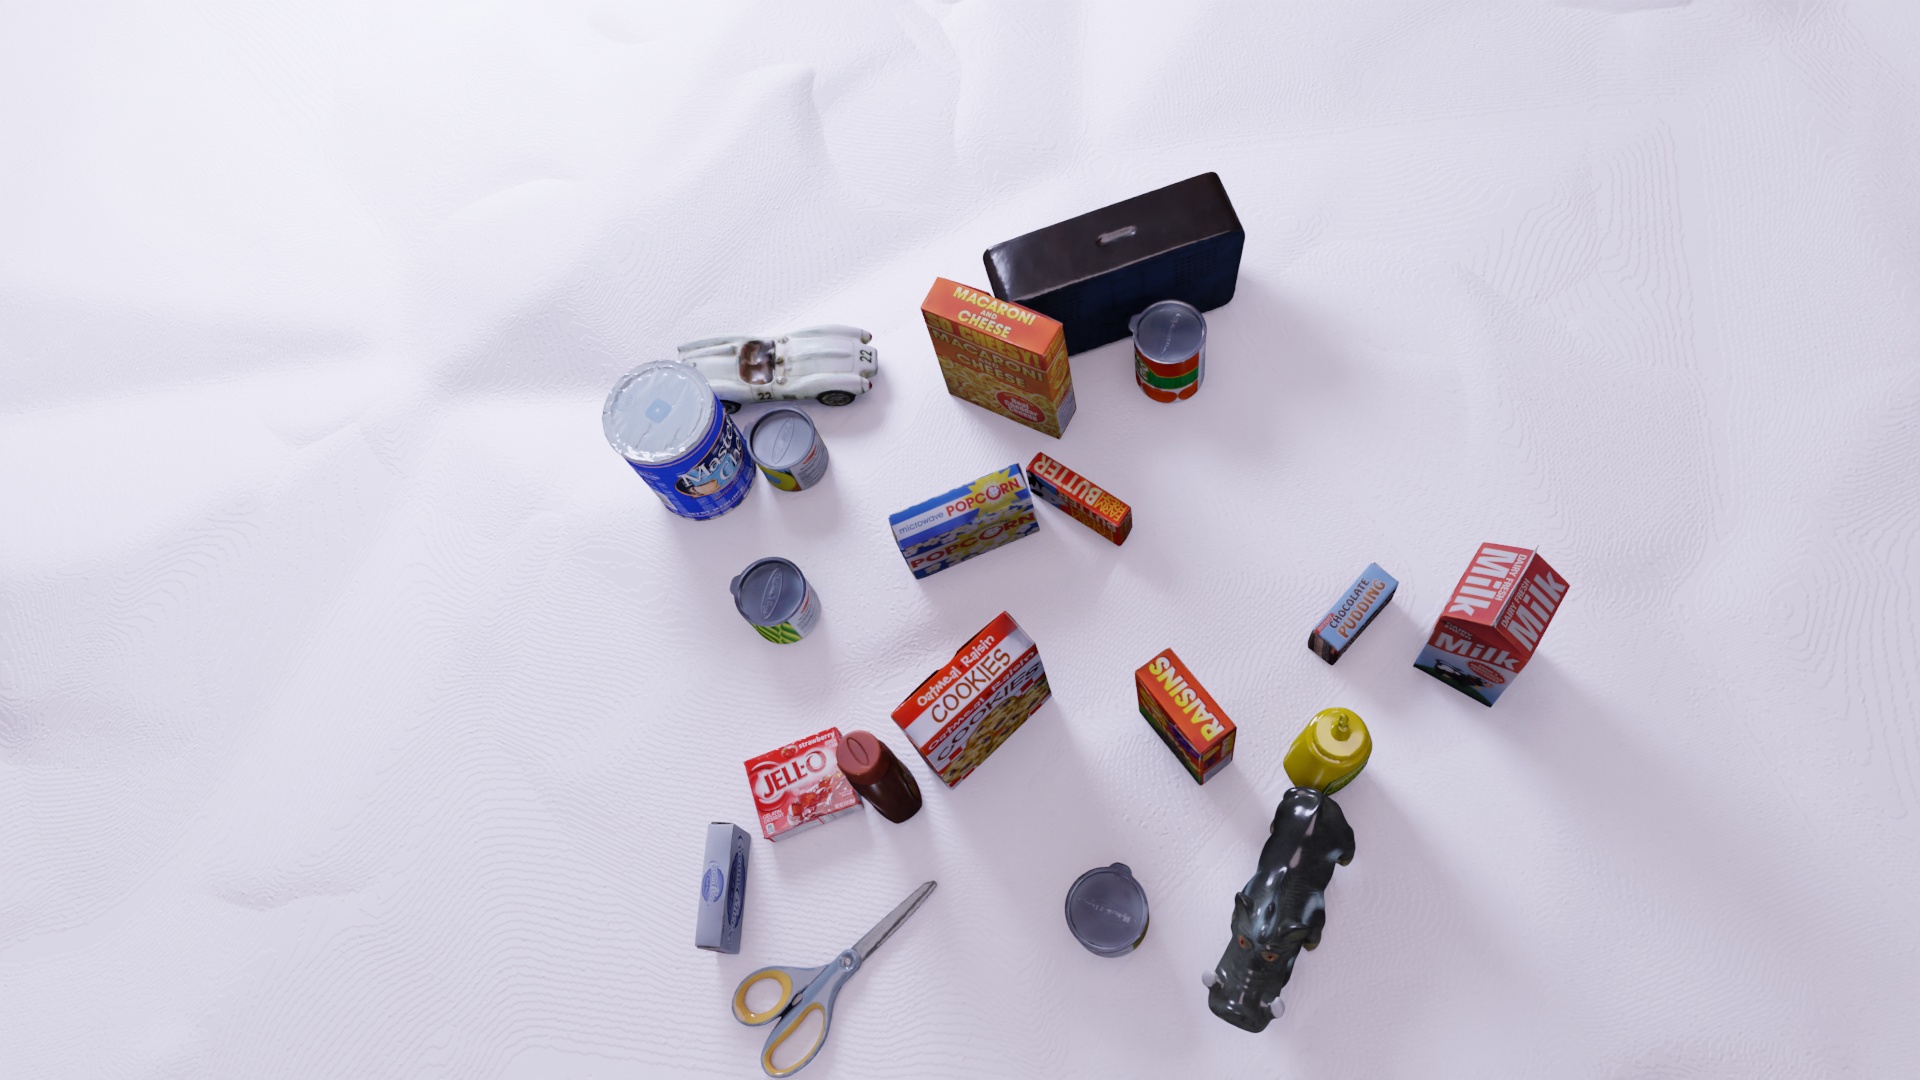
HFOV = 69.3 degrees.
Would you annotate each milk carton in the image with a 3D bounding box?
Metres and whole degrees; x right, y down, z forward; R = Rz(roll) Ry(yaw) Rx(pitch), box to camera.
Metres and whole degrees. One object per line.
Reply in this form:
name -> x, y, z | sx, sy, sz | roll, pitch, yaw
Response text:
milk carton -> 0.420, 0.064, 1.099 | 0.073, 0.190, 0.072 | 30, 76, 18

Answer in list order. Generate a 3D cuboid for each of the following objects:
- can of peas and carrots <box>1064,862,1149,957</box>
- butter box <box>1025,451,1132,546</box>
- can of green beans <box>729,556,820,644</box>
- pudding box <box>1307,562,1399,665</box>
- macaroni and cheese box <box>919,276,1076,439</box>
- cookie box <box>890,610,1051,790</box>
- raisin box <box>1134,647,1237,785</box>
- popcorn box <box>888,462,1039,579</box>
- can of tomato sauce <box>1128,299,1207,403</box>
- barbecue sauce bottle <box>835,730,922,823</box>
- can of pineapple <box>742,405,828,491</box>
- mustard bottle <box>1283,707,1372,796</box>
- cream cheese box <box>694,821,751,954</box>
can of peas and carrots -> 0.120, 0.298, 1.121 | 0.071, 0.058, 0.071 | -3, 68, 8
butter box -> 0.109, -0.037, 1.261 | 0.103, 0.053, 0.024 | 33, 77, 19
can of green beans -> -0.166, 0.055, 1.263 | 0.071, 0.057, 0.071 | -3, 68, 8
pudding box -> 0.335, 0.063, 1.188 | 0.030, 0.049, 0.084 | 40, 79, 20
macaroni and cheese box -> 0.037, -0.164, 1.262 | 0.124, 0.166, 0.040 | 24, 74, 17
cookie box -> 0.012, 0.135, 1.144 | 0.123, 0.167, 0.040 | -42, 69, -9
raisin box -> 0.183, 0.146, 1.138 | 0.040, 0.123, 0.086 | -35, 68, -6
popcorn box -> 0.004, -0.016, 1.251 | 0.127, 0.085, 0.038 | -22, 67, -1
can of tomato sauce -> 0.192, -0.174, 1.287 | 0.071, 0.083, 0.071 | -3, 68, 8
barbecue sauce bottle -> -0.070, 0.191, 1.144 | 0.044, 0.148, 0.065 | -34, 68, -5
can of pineapple -> -0.165, -0.087, 1.320 | 0.071, 0.057, 0.071 | -3, 68, 8
mustard bottle -> 0.293, 0.164, 1.094 | 0.065, 0.159, 0.049 | -34, 68, -5
cream cheese box -> -0.200, 0.294, 1.174 | 0.024, 0.053, 0.104 | -1, 68, 9
